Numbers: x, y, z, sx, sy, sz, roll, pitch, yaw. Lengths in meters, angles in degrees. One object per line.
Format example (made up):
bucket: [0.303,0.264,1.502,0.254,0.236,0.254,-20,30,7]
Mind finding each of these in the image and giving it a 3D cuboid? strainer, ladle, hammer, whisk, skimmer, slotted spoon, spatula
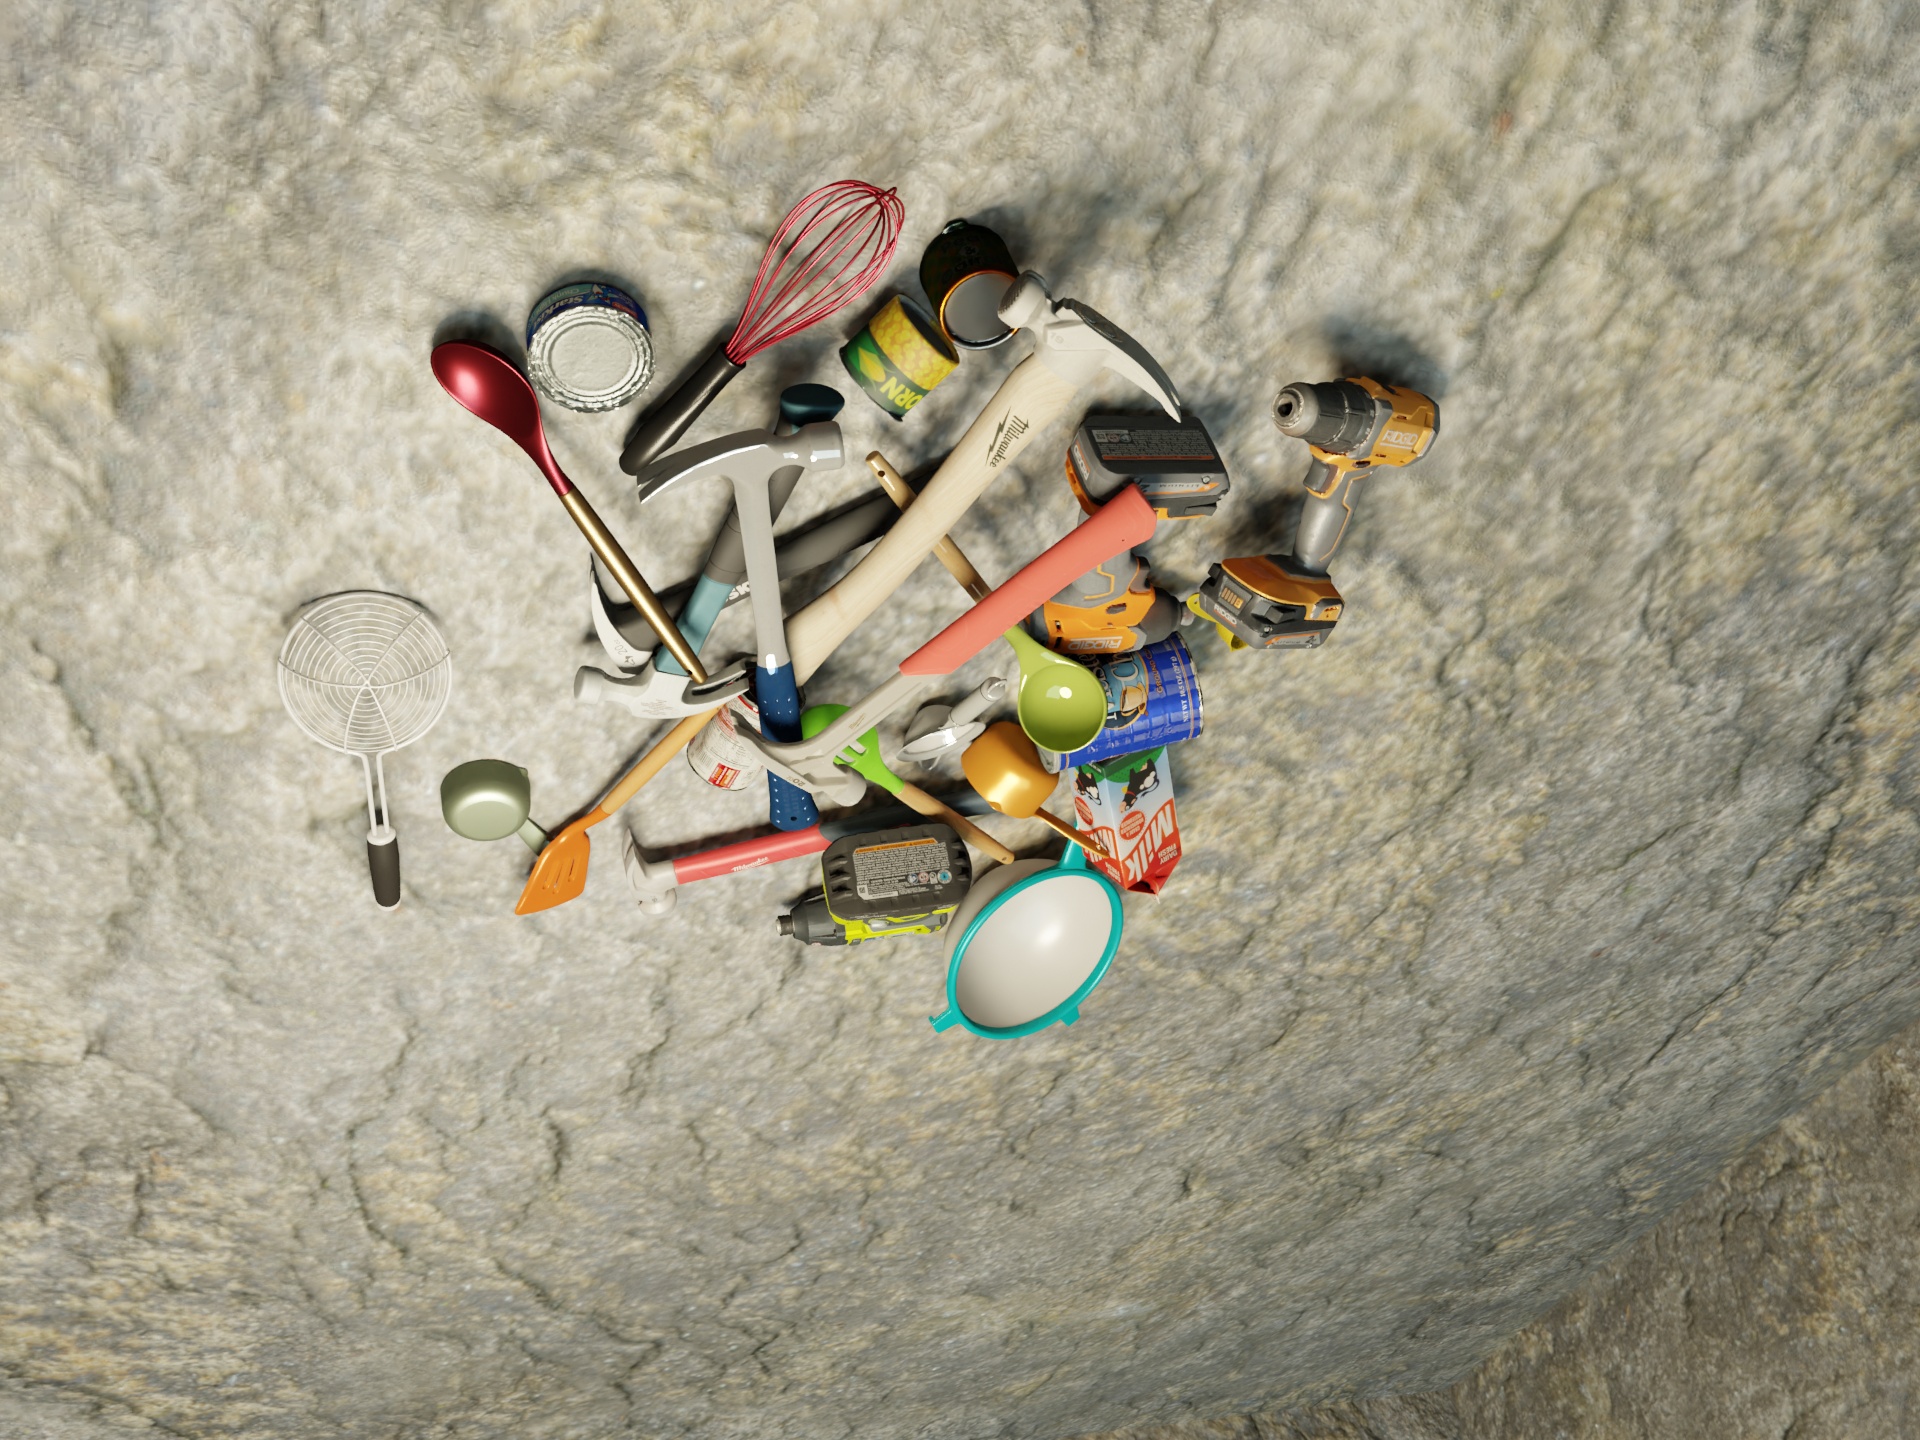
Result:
strainer: [-0.002,-0.004,1.382,0.087,0.050,0.258,-16,172,-19]
ladle: [-0.268,-0.144,1.142,0.069,0.031,0.315,-7,130,34]
hammer: [-0.016,-0.147,1.187,0.146,0.038,0.410,31,130,-20]
hammer: [-0.005,-0.066,1.228,0.359,0.037,0.149,-37,139,15]
whisk: [-0.145,-0.264,1.096,0.073,0.073,0.296,25,128,-39]
hammer: [-0.136,-0.132,1.259,0.335,0.035,0.146,-24,139,7]
ladle: [0.020,-0.091,1.270,0.078,0.062,0.319,-27,127,20]
skimmer: [-0.486,0.039,1.324,0.127,0.090,0.363,-5,147,-19]
slotted spoon: [-0.040,0.070,1.454,0.070,0.031,0.313,-38,137,15]
hammer: [-0.123,0.102,1.500,0.386,0.038,0.143,-13,152,-8]
hammer: [-0.177,-0.120,1.204,0.128,0.033,0.331,11,131,-30]
hammer: [-0.152,-0.054,1.229,0.144,0.035,0.405,-9,138,-8]
strainer: [0.079,0.164,1.635,0.211,0.095,0.340,5,114,-36]
spatula: [-0.292,0.071,1.397,0.322,0.041,0.081,-40,165,33]

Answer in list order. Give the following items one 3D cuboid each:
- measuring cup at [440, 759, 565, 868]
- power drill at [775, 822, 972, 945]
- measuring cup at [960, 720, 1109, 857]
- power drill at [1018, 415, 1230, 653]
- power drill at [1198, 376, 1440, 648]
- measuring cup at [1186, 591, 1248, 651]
measuring cup: [-0.395,0.099,1.413,0.083,0.038,0.167,-24,137,7]
power drill: [-0.084,0.170,1.531,0.171,0.080,0.223,-6,163,-15]
measuring cup: [0.084,0.066,1.485,0.173,0.095,0.052,34,115,-11]
power drill: [0.143,-0.142,1.318,0.164,0.084,0.226,-3,141,-18]
power drill: [0.278,-0.171,1.281,0.185,0.084,0.226,-3,126,-45]
measuring cup: [0.230,-0.100,1.399,0.062,0.029,0.156,-49,149,18]
